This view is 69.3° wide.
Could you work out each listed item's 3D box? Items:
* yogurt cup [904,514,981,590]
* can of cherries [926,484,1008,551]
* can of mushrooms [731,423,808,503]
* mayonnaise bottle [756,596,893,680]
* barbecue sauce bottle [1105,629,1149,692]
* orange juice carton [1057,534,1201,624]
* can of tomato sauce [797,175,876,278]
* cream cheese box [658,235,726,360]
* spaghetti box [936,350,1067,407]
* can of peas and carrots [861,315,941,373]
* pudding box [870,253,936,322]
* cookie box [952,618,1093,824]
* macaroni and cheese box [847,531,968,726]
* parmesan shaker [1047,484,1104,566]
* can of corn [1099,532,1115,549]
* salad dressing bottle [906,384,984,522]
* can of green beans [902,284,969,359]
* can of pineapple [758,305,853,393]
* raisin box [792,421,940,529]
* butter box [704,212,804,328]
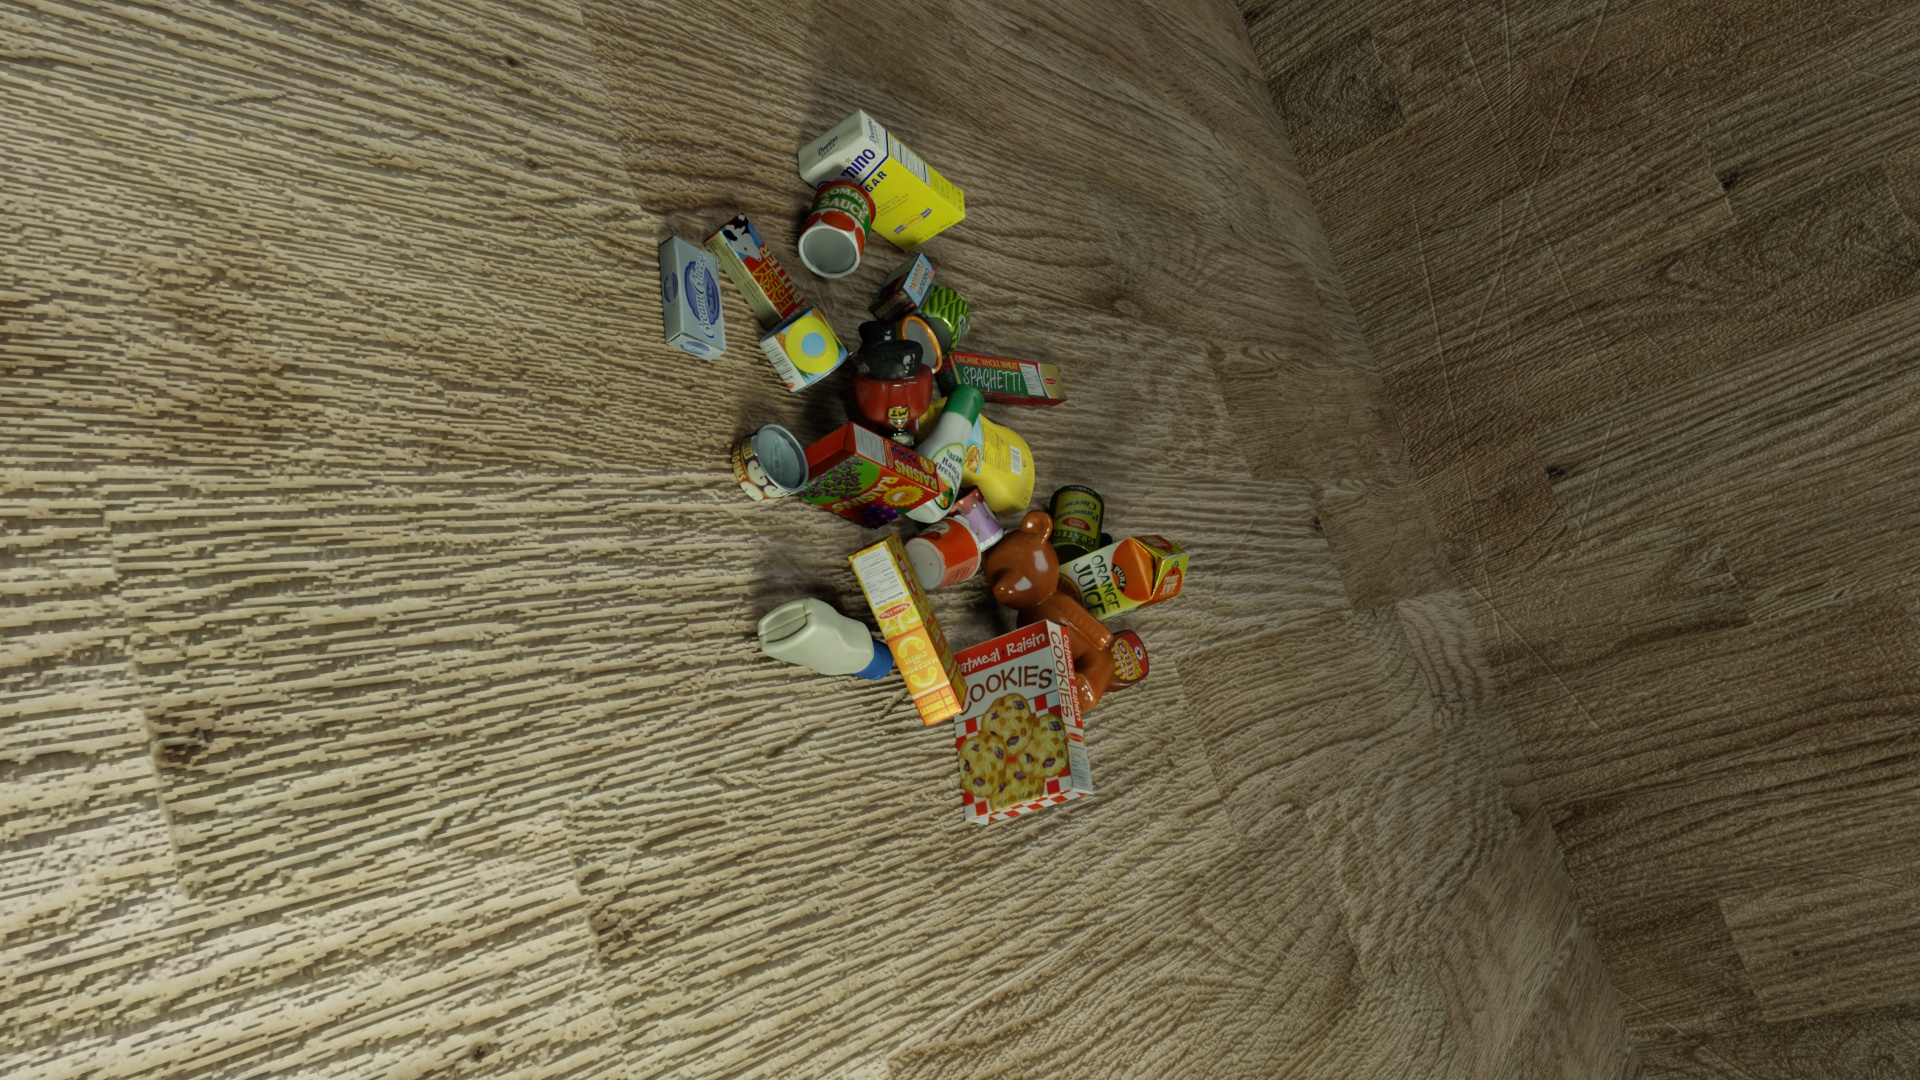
[{"bbox_3d":[-0.022,0.016,1.372,0.054,0.072,0.072,-27,93,-51],"label":"yogurt cup"},{"bbox_3d":[0.005,-0.018,1.426,0.058,0.071,0.072,60,32,-9],"label":"can of cherries"},{"bbox_3d":[-0.171,-0.069,1.232,0.071,0.033,0.071,34,44,-42],"label":"can of mushrooms"},{"bbox_3d":[-0.110,0.089,1.193,0.148,0.064,0.041,31,39,-58],"label":"mayonnaise bottle"},{"bbox_3d":[0.164,0.145,1.582,0.149,0.043,0.065,-13,82,-58],"label":"barbecue sauce bottle"},{"bbox_3d":[0.165,0.046,1.506,0.072,0.192,0.073,-3,72,-56],"label":"orange juice carton"},{"bbox_3d":[-0.127,-0.322,1.430,0.071,0.071,0.083,45,38,-31],"label":"can of tomato sauce"},{"bbox_3d":[-0.238,-0.215,1.235,0.053,0.024,0.104,20,54,-49],"label":"cream cheese box"},{"bbox_3d":[0.050,-0.190,1.646,0.250,0.028,0.050,-4,73,-57],"label":"spaghetti box"},{"bbox_3d":[-0.061,-0.197,1.455,0.071,0.058,0.071,35,43,-41],"label":"can of peas and carrots"},{"bbox_3d":[-0.062,-0.273,1.512,0.030,0.049,0.084,50,34,-22],"label":"pudding box"},{"bbox_3d":[0.054,0.173,1.323,0.040,0.122,0.168,25,50,-49],"label":"cookie box"},{"bbox_3d":[-0.046,0.078,1.271,0.124,0.040,0.166,-49,115,-86],"label":"macaroni and cheese box"},{"bbox_3d":[0.127,-0.009,1.610,0.071,0.071,0.103,47,36,-29],"label":"parmesan shaker"},{"bbox_3d":[0.167,0.036,1.638,0.058,0.071,0.071,47,36,-29],"label":"can of corn"},{"bbox_3d":[-0.017,-0.089,1.391,0.064,0.044,0.148,48,53,-41],"label":"salad dressing bottle"},{"bbox_3d":[-0.029,-0.238,1.523,0.071,0.071,0.058,52,35,-23],"label":"can of green beans"},{"bbox_3d":[-0.146,-0.182,1.309,0.057,0.071,0.071,56,33,-16],"label":"can of pineapple"},{"bbox_3d":[-0.090,-0.059,1.295,0.123,0.086,0.040,24,46,-48],"label":"raisin box"},{"bbox_3d":[-0.196,-0.257,1.326,0.103,0.024,0.053,55,34,-18],"label":"butter box"}]
